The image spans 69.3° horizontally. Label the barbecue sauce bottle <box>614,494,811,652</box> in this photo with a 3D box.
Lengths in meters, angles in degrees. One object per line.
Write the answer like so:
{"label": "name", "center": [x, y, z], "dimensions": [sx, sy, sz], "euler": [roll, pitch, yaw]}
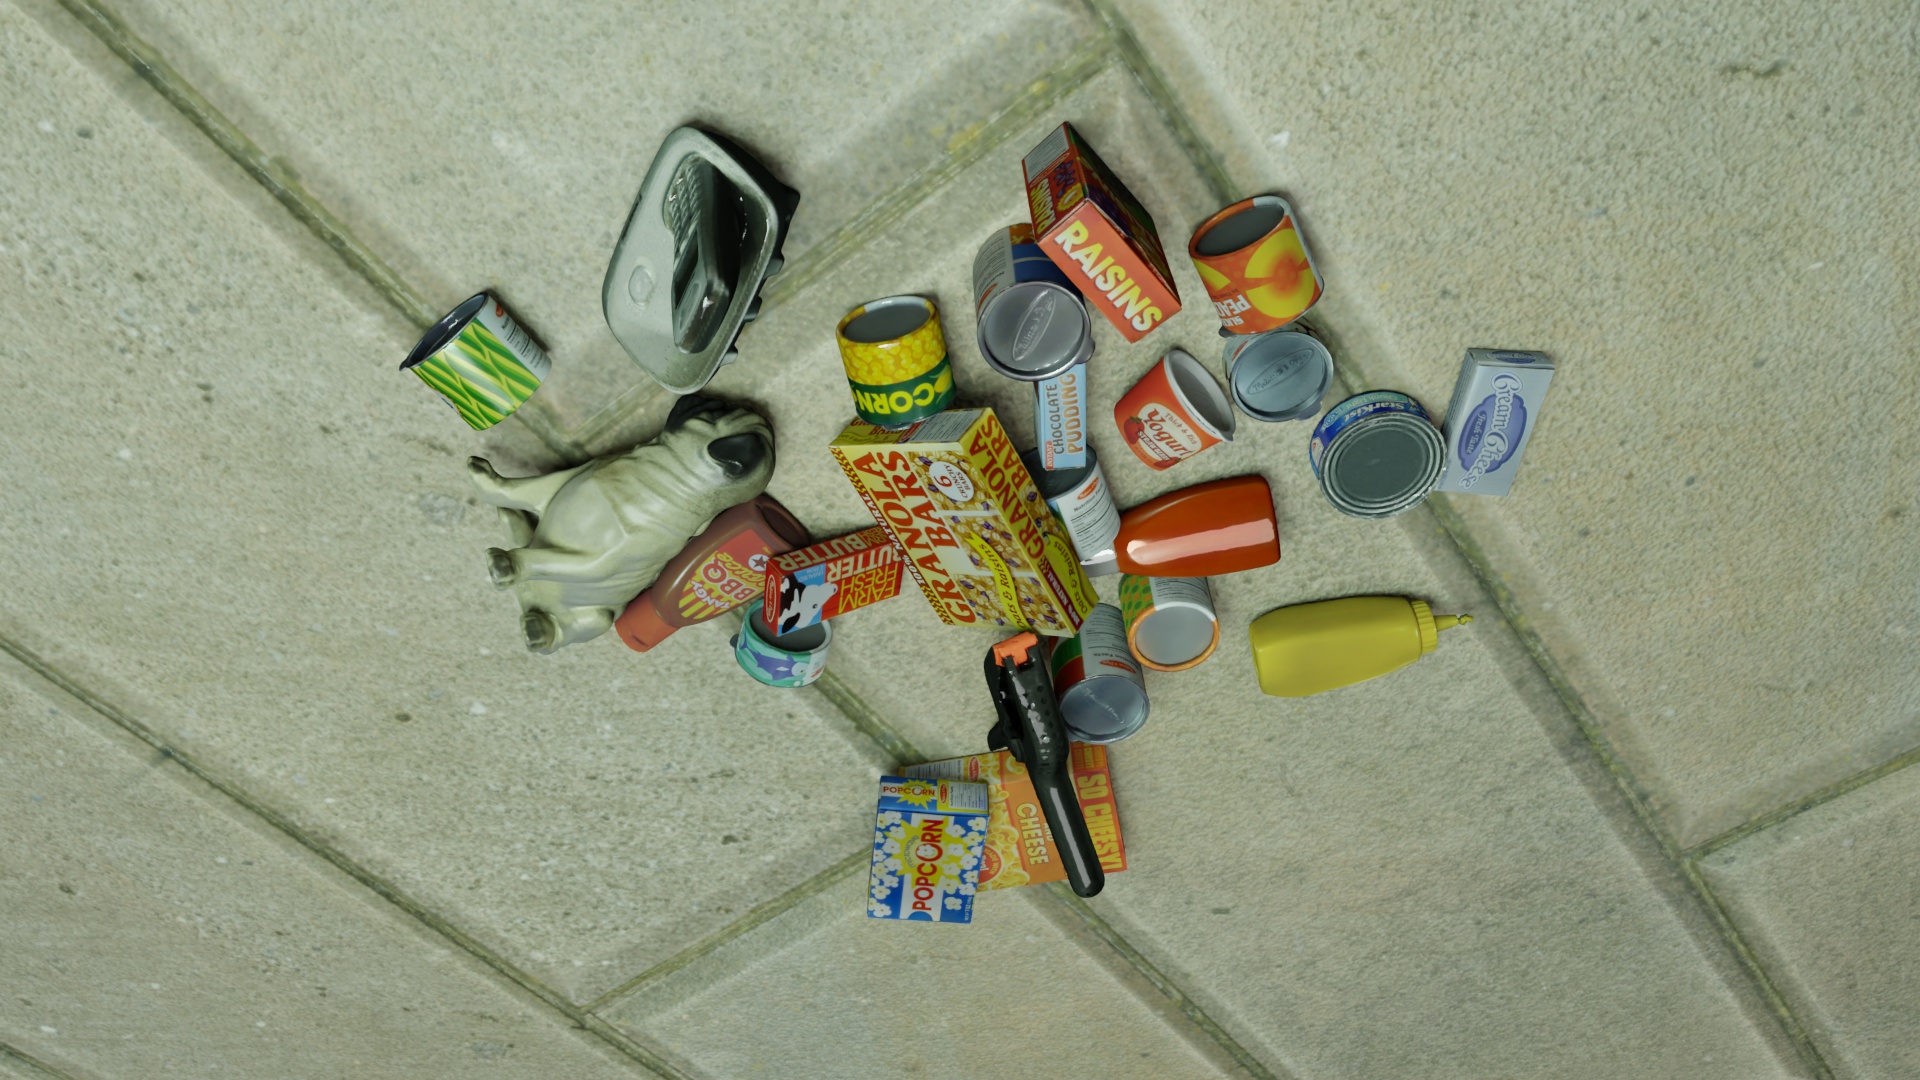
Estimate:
{"label": "barbecue sauce bottle", "center": [-0.178, 0.028, 0.976], "dimensions": [0.148, 0.044, 0.064], "euler": [-33, 128, 20]}

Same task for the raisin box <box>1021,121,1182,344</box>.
{"label": "raisin box", "center": [0.079, -0.177, 0.792], "dimensions": [0.040, 0.124, 0.086], "euler": [-36, 119, 22]}

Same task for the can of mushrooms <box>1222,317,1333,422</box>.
{"label": "can of mushrooms", "center": [0.206, -0.111, 0.899], "dimensions": [0.071, 0.034, 0.070], "euler": [-1, 125, -2]}

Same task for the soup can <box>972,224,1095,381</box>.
{"label": "soup can", "center": [0.044, -0.143, 0.838], "dimensions": [0.071, 0.084, 0.071], "euler": [-1, 126, -1]}

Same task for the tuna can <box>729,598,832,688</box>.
{"label": "tuna can", "center": [-0.129, 0.071, 0.996], "dimensions": [0.071, 0.071, 0.032], "euler": [13, 123, -11]}

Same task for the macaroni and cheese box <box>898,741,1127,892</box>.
{"label": "macaroni and cheese box", "center": [0.044, 0.225, 1.128], "dimensions": [0.166, 0.040, 0.123], "euler": [-10, 125, 5]}

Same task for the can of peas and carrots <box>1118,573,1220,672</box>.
{"label": "can of peas and carrots", "center": [0.149, 0.054, 0.998], "dimensions": [0.071, 0.059, 0.070], "euler": [-1, 125, -1]}

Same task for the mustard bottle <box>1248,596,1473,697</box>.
{"label": "mustard bottle", "center": [0.296, 0.073, 1.024], "dimensions": [0.160, 0.049, 0.065], "euler": [-11, 126, 5]}

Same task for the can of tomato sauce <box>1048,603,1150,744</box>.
{"label": "can of tomato sauce", "center": [0.098, 0.098, 1.012], "dimensions": [0.071, 0.083, 0.070], "euler": [-1, 126, -1]}

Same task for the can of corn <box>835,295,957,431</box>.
{"label": "can of corn", "center": [-0.040, -0.111, 0.866], "dimensions": [0.071, 0.071, 0.058], "euler": [-10, 124, 5]}

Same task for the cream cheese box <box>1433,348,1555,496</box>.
{"label": "cream cheese box", "center": [0.354, -0.078, 0.934], "dimensions": [0.053, 0.024, 0.103], "euler": [3, 125, -5]}

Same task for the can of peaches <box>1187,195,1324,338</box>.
{"label": "can of peaches", "center": [0.176, -0.165, 0.838], "dimensions": [0.071, 0.071, 0.058], "euler": [-24, 122, 14]}

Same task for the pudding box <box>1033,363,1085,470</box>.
{"label": "pudding box", "center": [0.063, -0.093, 0.896], "dimensions": [0.030, 0.050, 0.083], "euler": [-5, 125, -1]}

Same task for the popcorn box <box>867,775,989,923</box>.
{"label": "popcorn box", "center": [-0.027, 0.243, 1.090], "dimensions": [0.085, 0.038, 0.126], "euler": [4, 125, -4]}

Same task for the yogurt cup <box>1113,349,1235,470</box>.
{"label": "yogurt cup", "center": [0.137, -0.082, 0.900], "dimensions": [0.072, 0.073, 0.053], "euler": [38, 124, -25]}

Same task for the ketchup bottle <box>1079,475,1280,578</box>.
{"label": "ketchup bottle", "center": [0.144, -0.002, 0.965], "dimensions": [0.149, 0.043, 0.064], "euler": [-11, 102, 6]}

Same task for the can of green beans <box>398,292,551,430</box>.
{"label": "can of green beans", "center": [-0.297, -0.110, 0.860], "dimensions": [0.071, 0.071, 0.057], "euler": [-29, 122, 18]}

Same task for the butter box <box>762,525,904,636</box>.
{"label": "butter box", "center": [-0.087, 0.026, 0.959], "dimensions": [0.104, 0.024, 0.052], "euler": [-18, 133, -33]}

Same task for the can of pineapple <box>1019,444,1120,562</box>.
{"label": "can of pineapple", "center": [0.067, -0.026, 0.936], "dimensions": [0.071, 0.071, 0.057], "euler": [-18, 124, 10]}

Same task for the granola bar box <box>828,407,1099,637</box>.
{"label": "granola bar box", "center": [0.003, -0.011, 0.916], "dimensions": [0.124, 0.039, 0.165], "euler": [2, 133, 45]}
